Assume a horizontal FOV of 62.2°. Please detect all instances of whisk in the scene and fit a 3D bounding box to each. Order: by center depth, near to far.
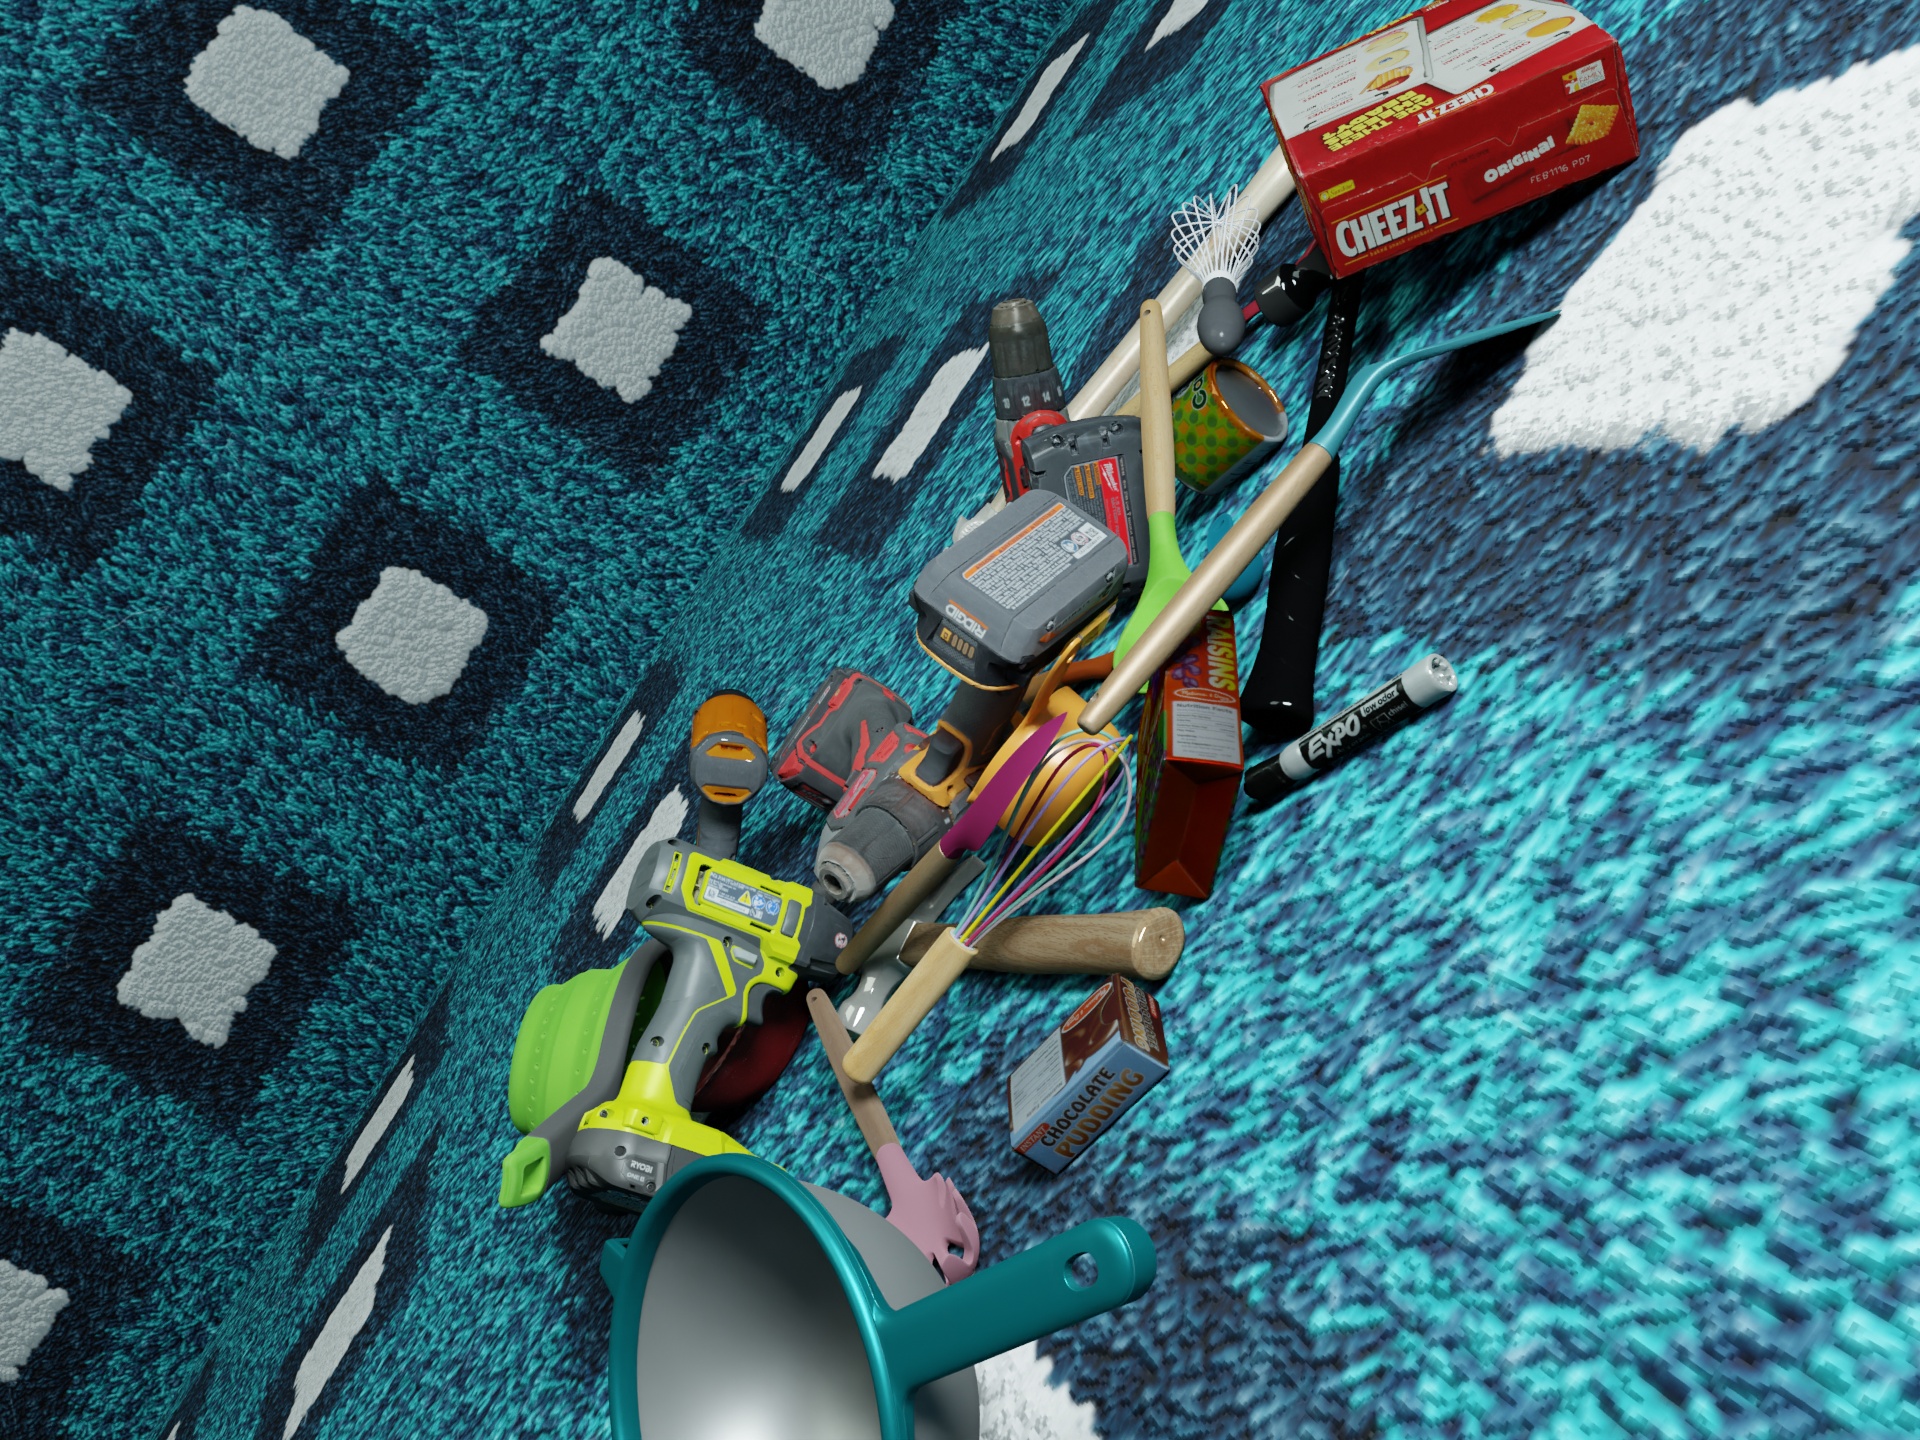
[{"bbox_3d":[0.012,0.100,0.841,0.245,0.051,0.047,-52,23,13],"label":"whisk"},{"bbox_3d":[0.174,-0.300,1.077,0.070,0.070,0.285,-46,16,30],"label":"whisk"}]

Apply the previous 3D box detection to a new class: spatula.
[{"bbox_3d":[0.168,-0.105,0.778,0.317,0.044,0.082,-48,18,-12],"label":"spatula"},{"bbox_3d":[0.053,-0.030,1.064,0.322,0.041,0.081,-25,37,60],"label":"spatula"}]

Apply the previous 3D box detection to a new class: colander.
[{"bbox_3d":[-0.278,0.257,1.099,0.397,0.094,0.204,-3,-80,-87],"label":"colander"}]

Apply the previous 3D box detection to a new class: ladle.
[{"bbox_3d":[0.180,-0.273,1.169,0.315,0.031,0.069,-35,18,54],"label":"ladle"}]

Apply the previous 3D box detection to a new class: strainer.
[{"bbox_3d":[-0.020,0.257,0.640,0.340,0.095,0.211,-39,58,38],"label":"strainer"}]

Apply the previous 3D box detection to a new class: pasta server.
[{"bbox_3d":[-0.050,0.218,0.868,0.060,0.040,0.316,-41,24,-2],"label":"pasta server"}]

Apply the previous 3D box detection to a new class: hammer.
[{"bbox_3d":[0.204,-0.155,0.884,0.149,0.036,0.409,-29,34,45],"label":"hammer"},{"bbox_3d":[0.024,0.124,0.893,0.331,0.031,0.130,-17,43,63],"label":"hammer"},{"bbox_3d":[0.134,-0.292,1.273,0.410,0.038,0.146,-50,9,9],"label":"hammer"}]

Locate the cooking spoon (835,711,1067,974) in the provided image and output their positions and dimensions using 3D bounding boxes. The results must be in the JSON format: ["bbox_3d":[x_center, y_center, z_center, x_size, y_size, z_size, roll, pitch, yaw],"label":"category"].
[{"bbox_3d":[-0.015,0.082,0.893,0.069,0.017,0.318,-58,3,-37],"label":"cooking spoon"}]

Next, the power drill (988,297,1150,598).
[{"bbox_3d":[0.067,-0.186,1.094,0.080,0.187,0.227,-13,21,-5],"label":"power drill"}]

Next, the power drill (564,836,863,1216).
[{"bbox_3d":[-0.148,0.204,1.012,0.080,0.171,0.223,-32,39,53],"label":"power drill"}]

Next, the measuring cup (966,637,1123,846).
[{"bbox_3d":[0.059,0.012,0.866,0.095,0.052,0.173,-45,-11,-25],"label":"measuring cup"}]

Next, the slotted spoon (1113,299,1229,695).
[{"bbox_3d":[0.120,-0.139,0.939,0.070,0.031,0.314,-18,51,26],"label":"slotted spoon"}]

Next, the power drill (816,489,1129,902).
[{"bbox_3d":[-0.001,-0.003,0.917,0.185,0.084,0.226,-40,-20,-40],"label":"power drill"}]

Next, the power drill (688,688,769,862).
[{"bbox_3d":[-0.202,0.088,1.324,0.164,0.084,0.226,-109,27,-68],"label":"power drill"}]

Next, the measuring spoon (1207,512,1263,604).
[{"bbox_3d":[0.162,-0.097,0.943,0.042,0.021,0.129,-46,11,21],"label":"measuring spoon"}]

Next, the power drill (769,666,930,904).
[{"bbox_3d":[-0.079,0.049,1.225,0.143,0.078,0.220,-55,21,6],"label":"power drill"}]
